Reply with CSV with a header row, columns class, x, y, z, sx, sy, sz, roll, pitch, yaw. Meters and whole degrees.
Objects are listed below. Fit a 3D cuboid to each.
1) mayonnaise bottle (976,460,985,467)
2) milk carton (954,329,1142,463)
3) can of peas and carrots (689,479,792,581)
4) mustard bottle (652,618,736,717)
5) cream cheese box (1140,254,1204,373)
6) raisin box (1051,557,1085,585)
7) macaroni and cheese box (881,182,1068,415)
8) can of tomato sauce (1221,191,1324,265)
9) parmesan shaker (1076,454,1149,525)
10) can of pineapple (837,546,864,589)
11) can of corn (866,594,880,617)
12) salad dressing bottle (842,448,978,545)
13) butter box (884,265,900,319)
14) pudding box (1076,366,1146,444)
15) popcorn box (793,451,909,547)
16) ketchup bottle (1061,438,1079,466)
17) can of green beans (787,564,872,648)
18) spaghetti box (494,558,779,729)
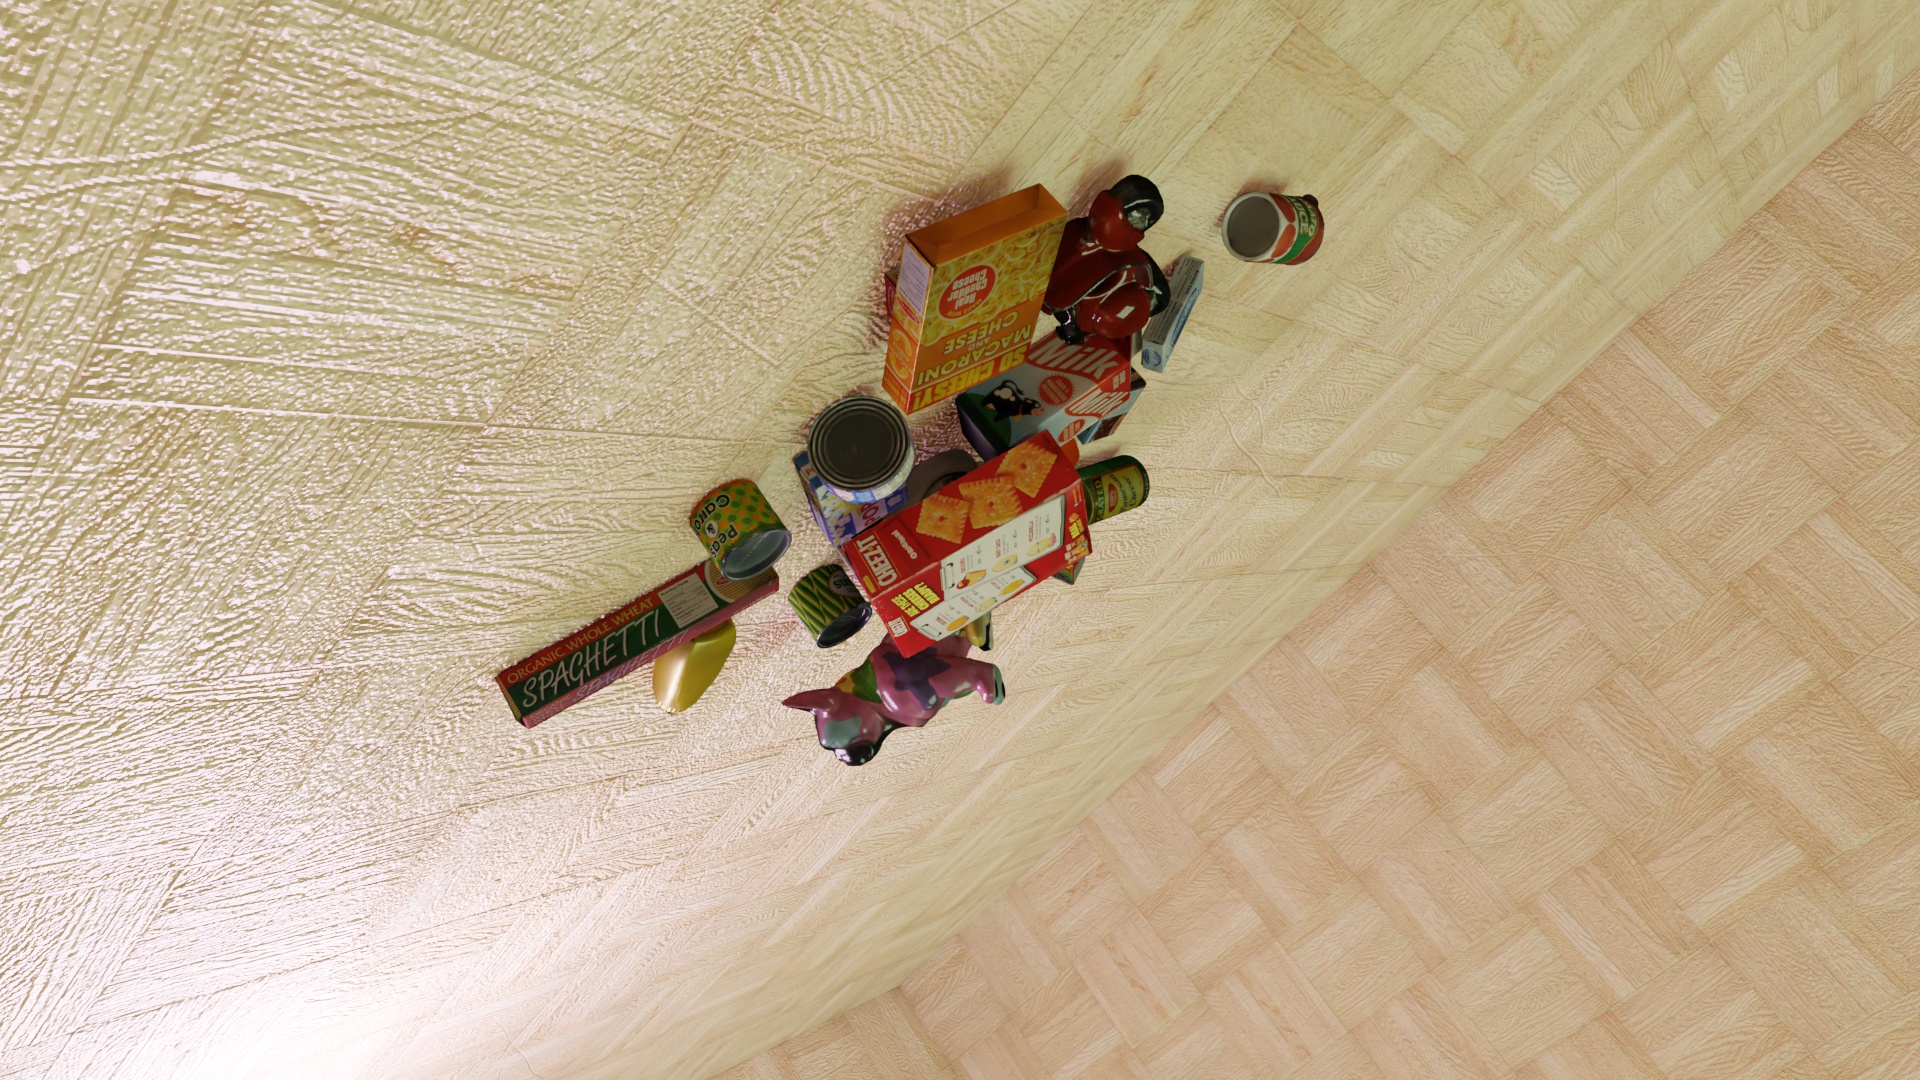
class,x,y,z,sx,sy,sz,roll,pitch,yaw
mayonnaise bottle,0.005,-0.018,1.439,0.041,0.065,0.147,-27,161,-32
milk carton,0.094,-0.144,1.300,0.191,0.073,0.072,-34,158,-9
can of peas and carrots,-0.185,-0.008,1.156,0.071,0.059,0.070,-31,157,-15
mustard bottle,-0.261,0.122,1.317,0.065,0.049,0.159,-19,153,-40
cream cheese box,0.203,-0.217,1.328,0.104,0.024,0.053,-63,164,-18
raisin box,0.097,-0.002,1.576,0.040,0.086,0.123,-61,166,-19
macaroni and cheese box,0.008,-0.181,1.059,0.124,0.040,0.165,-27,155,-25
can of tomato sauce,0.297,-0.297,1.316,0.083,0.071,0.071,-10,146,-49
parmesan shaker,0.161,-0.059,1.595,0.103,0.071,0.071,-20,153,-40
can of pineapple,-0.079,0.021,1.371,0.058,0.071,0.071,-35,159,-4
can of corn,-0.058,0.060,1.487,0.058,0.071,0.071,-42,159,12
salad dressing bottle,-0.050,-0.037,1.330,0.148,0.044,0.064,-29,143,-20
butter box,-0.009,-0.206,1.073,0.104,0.024,0.053,-31,157,-17
pudding box,0.153,-0.142,1.459,0.050,0.030,0.083,-21,154,-39
popcorn box,-0.095,-0.053,1.236,0.085,0.038,0.126,-33,158,-11
ketchup bottle,0.082,-0.103,1.407,0.065,0.043,0.148,-38,159,-2
can of green beans,-0.131,0.066,1.395,0.071,0.058,0.071,-32,158,-14
spaghetti box,-0.276,0.079,1.203,0.251,0.050,0.028,-30,156,-19
